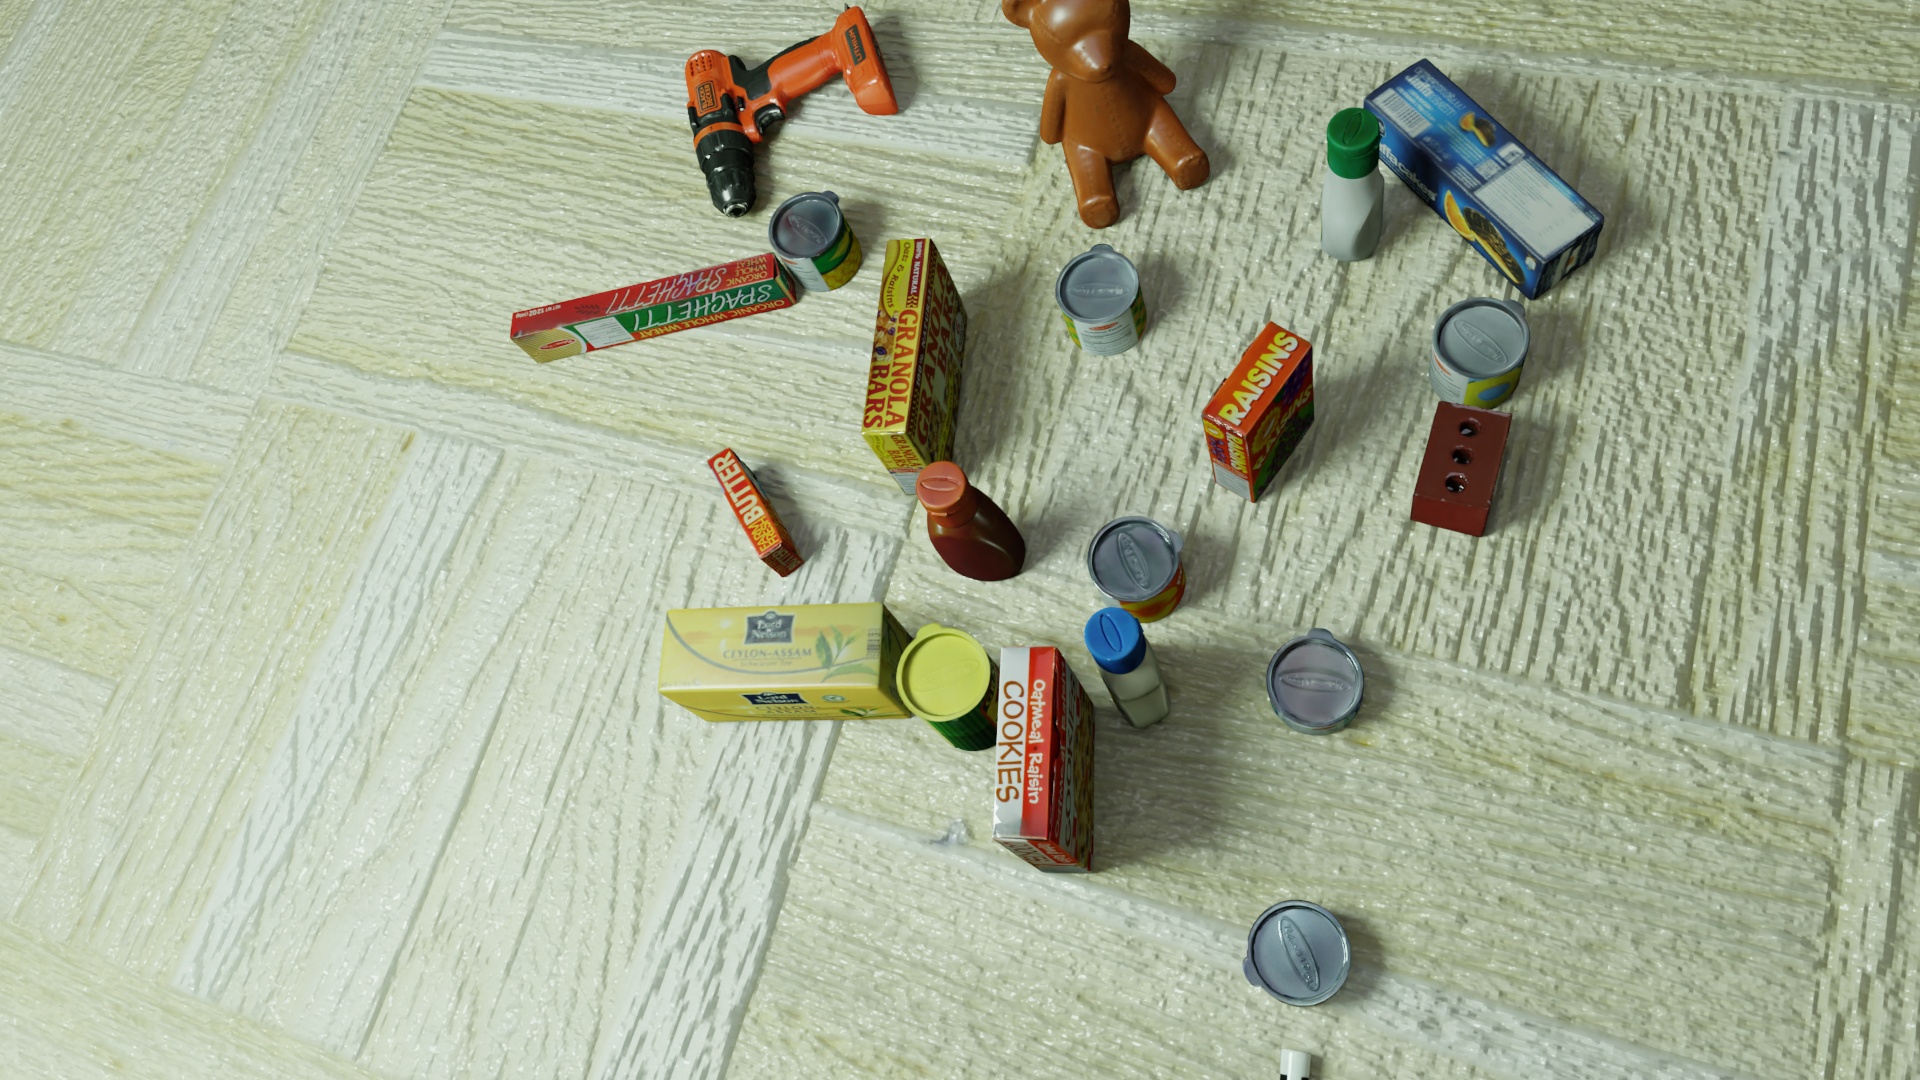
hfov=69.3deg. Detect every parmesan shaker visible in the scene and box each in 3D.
[{"bbox_3d":[-0.001,0.106,0.997,0.071,0.103,0.071,-5,69,13],"label":"parmesan shaker"}]

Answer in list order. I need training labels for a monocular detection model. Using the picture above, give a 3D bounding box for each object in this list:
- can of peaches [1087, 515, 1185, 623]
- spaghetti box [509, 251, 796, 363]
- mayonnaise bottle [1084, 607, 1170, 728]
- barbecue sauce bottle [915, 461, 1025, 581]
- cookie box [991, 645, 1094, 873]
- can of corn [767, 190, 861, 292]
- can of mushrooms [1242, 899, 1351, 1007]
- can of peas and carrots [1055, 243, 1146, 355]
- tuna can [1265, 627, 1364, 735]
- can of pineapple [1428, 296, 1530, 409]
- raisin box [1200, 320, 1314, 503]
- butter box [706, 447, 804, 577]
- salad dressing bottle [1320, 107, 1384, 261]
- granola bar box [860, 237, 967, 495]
[{"bbox_3d":[0.133,0.021,1.021,0.071,0.058,0.071,-5,69,13],"label":"can of peaches"},{"bbox_3d":[-0.268,-0.202,1.215,0.250,0.050,0.029,-11,68,10],"label":"spaghetti box"},{"bbox_3d":[0.113,0.084,0.952,0.041,0.147,0.065,-25,66,5],"label":"mayonnaise bottle"},{"bbox_3d":[0.004,-0.013,1.017,0.065,0.148,0.044,5,71,16],"label":"barbecue sauce bottle"},{"bbox_3d":[0.060,0.151,0.929,0.040,0.167,0.123,-2,69,14],"label":"cookie box"},{"bbox_3d":[-0.123,-0.257,1.194,0.071,0.058,0.071,-5,69,13],"label":"can of corn"},{"bbox_3d":[0.220,0.273,0.914,0.071,0.033,0.071,-5,68,13],"label":"can of mushrooms"},{"bbox_3d":[0.113,-0.191,1.108,0.071,0.058,0.071,-5,69,13],"label":"can of peas and carrots"},{"bbox_3d":[0.249,0.099,0.974,0.071,0.032,0.071,-5,68,13],"label":"tuna can"},{"bbox_3d":[0.381,-0.136,1.018,0.071,0.057,0.071,-5,69,13],"label":"can of pineapple"},{"bbox_3d":[0.218,-0.091,1.006,0.040,0.123,0.086,34,81,23],"label":"raisin box"},{"bbox_3d":[-0.165,-0.022,1.117,0.024,0.053,0.104,-33,65,1],"label":"butter box"},{"bbox_3d":[0.294,-0.265,1.041,0.044,0.147,0.064,22,77,21],"label":"salad dressing bottle"},{"bbox_3d":[-0.032,-0.134,1.087,0.039,0.124,0.166,1,70,15],"label":"granola bar box"}]
